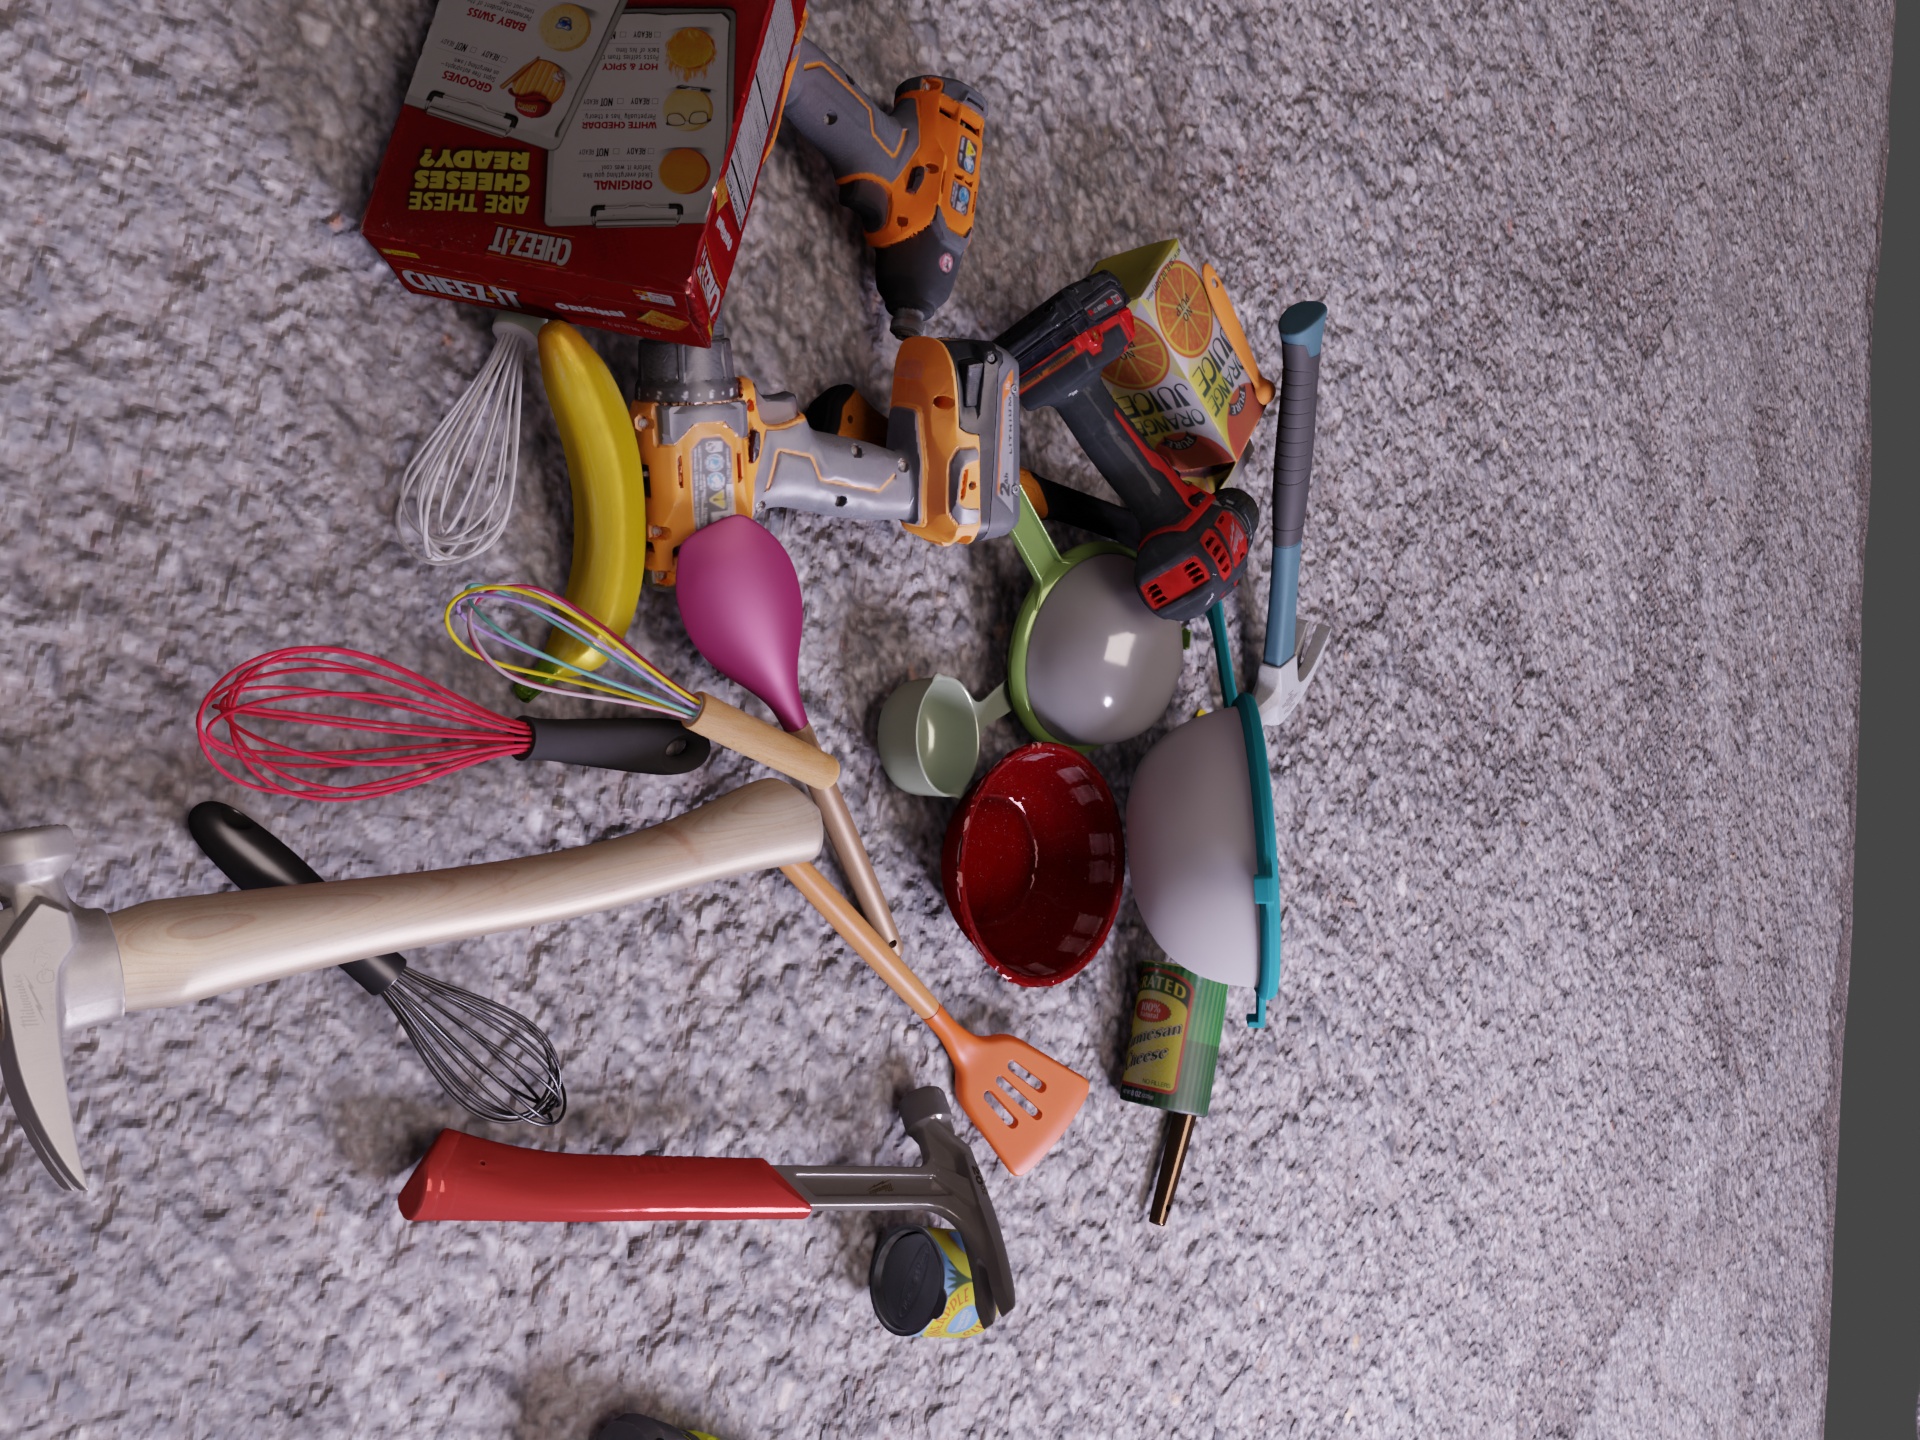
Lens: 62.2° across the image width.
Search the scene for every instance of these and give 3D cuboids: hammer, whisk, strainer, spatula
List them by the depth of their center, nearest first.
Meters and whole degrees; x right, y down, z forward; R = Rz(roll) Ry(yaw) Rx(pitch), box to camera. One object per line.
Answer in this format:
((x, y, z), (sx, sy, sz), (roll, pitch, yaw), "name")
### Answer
((-0.231, 0.095, 0.764), (0.410, 0.038, 0.146), (-9, 85, -43), "hammer")
((-0.276, 0.121, 0.770), (0.238, 0.055, 0.055), (50, 57, -25), "whisk")
((-0.234, 0.007, 0.792), (0.295, 0.073, 0.073), (6, 85, -53), "whisk")
((-0.232, -0.191, 0.818), (0.057, 0.059, 0.246), (71, 31, -69), "whisk")
((-0.161, -0.013, 0.839), (0.244, 0.051, 0.047), (28, 97, -38), "whisk")
((-0.127, 0.267, 0.877), (0.358, 0.036, 0.149), (13, 41, -38), "hammer")
((-0.027, 0.170, 0.996), (0.081, 0.041, 0.322), (-48, 125, -15), "spatula")
((0.086, -0.077, 1.049), (0.151, 0.069, 0.256), (-49, 132, -18), "strainer")
((0.033, -0.150, 1.074), (0.336, 0.034, 0.127), (12, 80, -43), "hammer")
((0.162, 0.037, 1.138), (0.210, 0.095, 0.341), (79, 8, -53), "strainer")
((0.249, -0.149, 1.212), (0.128, 0.033, 0.330), (-34, 132, -45), "hammer")
((0.192, 0.232, 1.230), (0.059, 0.018, 0.316), (33, 66, -37), "spatula")

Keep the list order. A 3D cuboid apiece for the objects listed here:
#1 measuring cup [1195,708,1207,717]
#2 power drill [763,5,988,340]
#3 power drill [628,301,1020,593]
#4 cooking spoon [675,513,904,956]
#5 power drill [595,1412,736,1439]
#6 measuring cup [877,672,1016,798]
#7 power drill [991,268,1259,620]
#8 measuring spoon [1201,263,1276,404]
((0.184, 0.069, 1.228), (0.062, 0.029, 0.157), (10, 71, -40), "measuring cup")
((-0.077, -0.333, 0.943), (0.226, 0.084, 0.164), (15, 80, -46), "power drill")
((-0.079, -0.175, 0.900), (0.226, 0.084, 0.185), (-11, 109, -29), "power drill")
((-0.087, 0.023, 0.926), (0.069, 0.017, 0.318), (-29, 124, -14), "cooking spoon")
((-0.152, 0.513, 0.860), (0.190, 0.080, 0.229), (41, 60, -35), "power drill")
((-0.002, -0.003, 1.046), (0.167, 0.038, 0.083), (-34, 117, -57), "measuring cup")
((0.125, -0.187, 1.080), (0.226, 0.080, 0.188), (56, 31, -7), "power drill")
((0.203, -0.280, 1.152), (0.116, 0.011, 0.021), (57, 49, -27), "measuring spoon")
